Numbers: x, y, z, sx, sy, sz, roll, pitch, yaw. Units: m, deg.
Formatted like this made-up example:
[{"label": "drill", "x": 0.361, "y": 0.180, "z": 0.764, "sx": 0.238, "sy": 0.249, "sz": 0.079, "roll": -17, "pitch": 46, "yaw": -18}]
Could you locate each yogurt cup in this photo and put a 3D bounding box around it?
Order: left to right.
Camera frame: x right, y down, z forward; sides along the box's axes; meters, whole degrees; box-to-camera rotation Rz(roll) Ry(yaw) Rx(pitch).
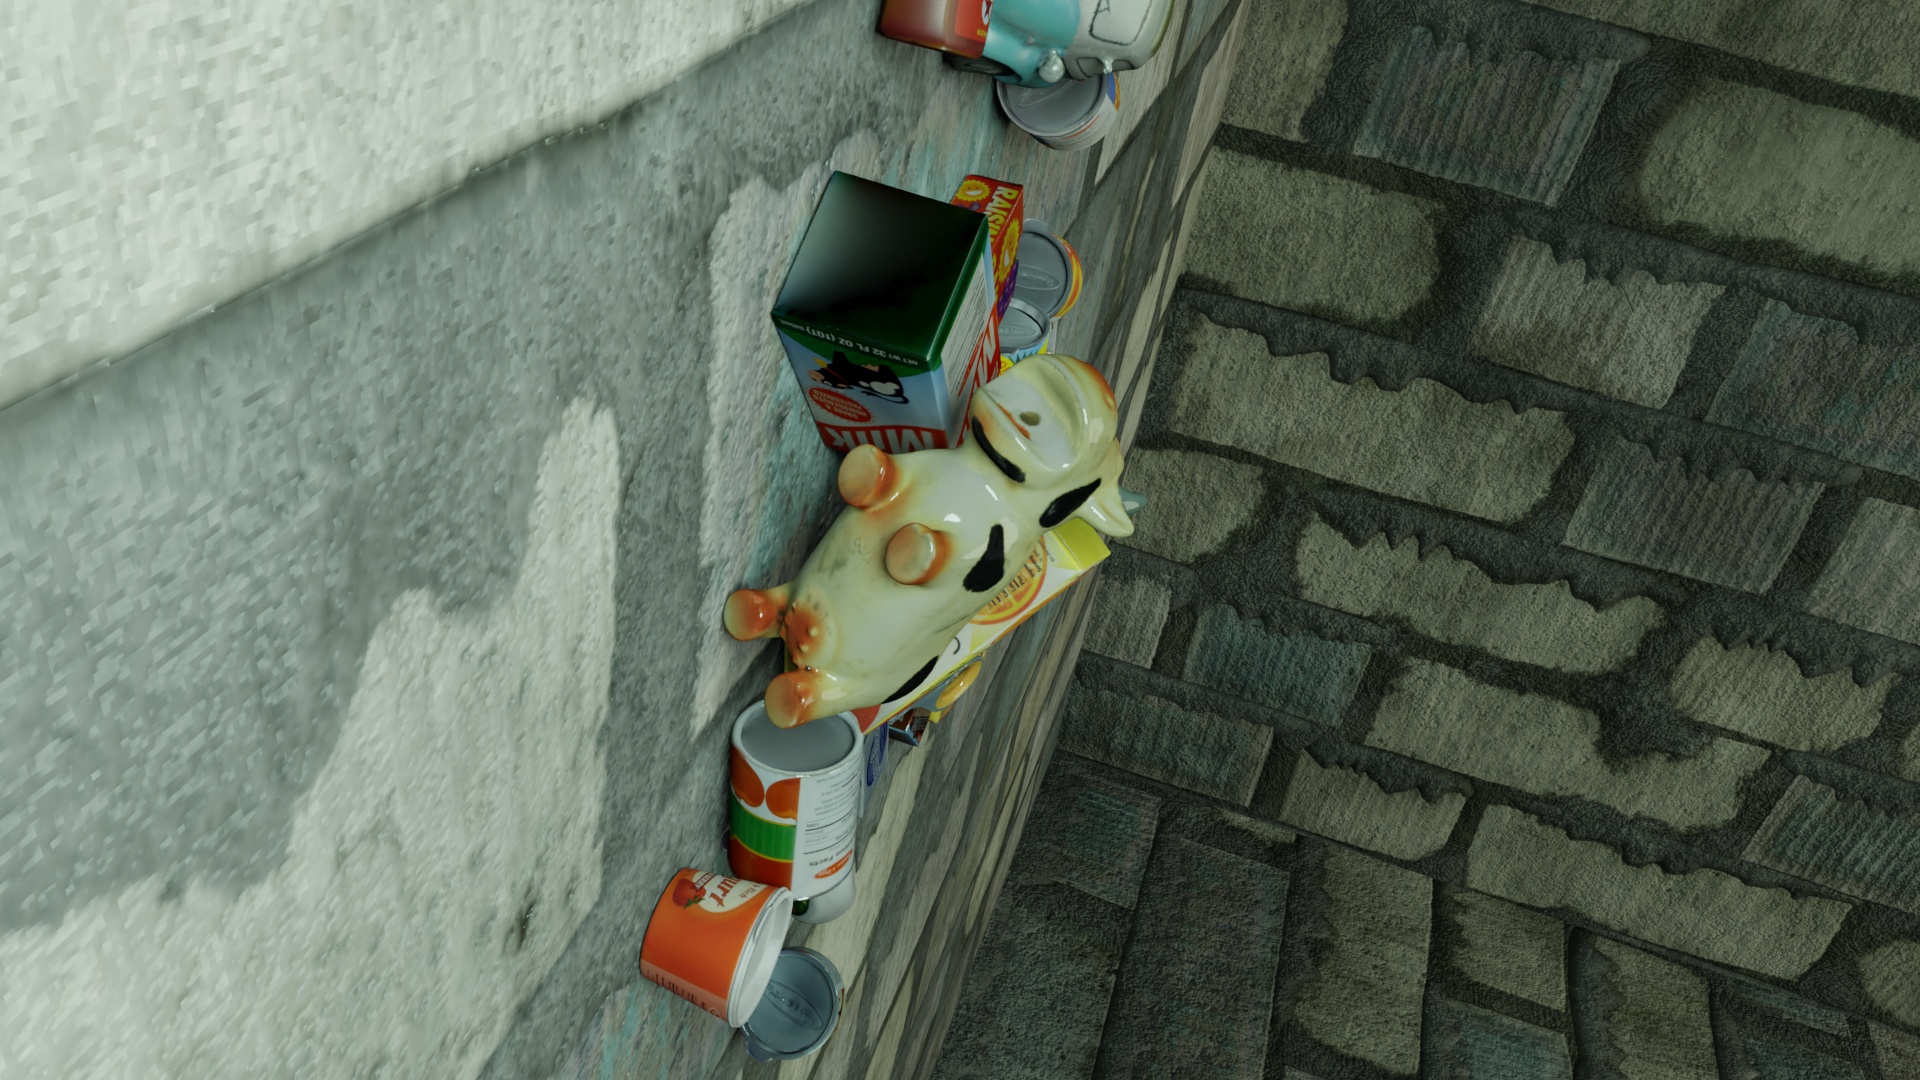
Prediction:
[{"label": "yogurt cup", "x": -0.119, "y": 0.193, "z": 0.672, "sx": 0.072, "sy": 0.054, "sz": 0.072, "roll": 15, "pitch": 92, "yaw": -81}]

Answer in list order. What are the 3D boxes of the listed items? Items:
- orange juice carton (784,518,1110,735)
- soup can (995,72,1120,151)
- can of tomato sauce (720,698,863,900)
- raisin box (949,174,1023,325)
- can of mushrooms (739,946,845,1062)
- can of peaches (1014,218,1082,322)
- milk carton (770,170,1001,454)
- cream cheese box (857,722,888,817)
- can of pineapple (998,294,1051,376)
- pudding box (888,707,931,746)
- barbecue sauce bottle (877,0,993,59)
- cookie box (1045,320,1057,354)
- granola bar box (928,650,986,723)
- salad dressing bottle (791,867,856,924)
[{"label": "orange juice carton", "x": -0.021, "y": 0.039, "z": 0.744, "sx": 0.192, "sy": 0.073, "sz": 0.072, "roll": -39, "pitch": 174, "yaw": 17}, {"label": "soup can", "x": 0.060, "y": -0.277, "z": 0.847, "sx": 0.084, "sy": 0.071, "sz": 0.071, "roll": -39, "pitch": 145, "yaw": -75}, {"label": "can of tomato sauce", "x": -0.086, "y": 0.129, "z": 0.707, "sx": 0.071, "sy": 0.071, "sz": 0.082, "roll": -59, "pitch": 159, "yaw": -57}, {"label": "raisin box", "x": 0.000, "y": -0.142, "z": 0.809, "sx": 0.085, "sy": 0.040, "sz": 0.124, "roll": 95, "pitch": 15, "yaw": -50}, {"label": "can of mushrooms", "x": -0.109, "y": 0.295, "z": 0.883, "sx": 0.033, "sy": 0.071, "sz": 0.071, "roll": 66, "pitch": 42, "yaw": -78}, {"label": "can of peaches", "x": 0.048, "y": -0.180, "z": 0.937, "sx": 0.058, "sy": 0.071, "sz": 0.071, "roll": -37, "pitch": 143, "yaw": -75}, {"label": "milk carton", "x": -0.027, "y": -0.084, "z": 0.657, "sx": 0.190, "sy": 0.072, "sz": 0.073, "roll": 76, "pitch": 33, "yaw": -71}, {"label": "cream cheese box", "x": -0.069, "y": 0.145, "z": 0.968, "sx": 0.103, "sy": 0.024, "sz": 0.054, "roll": 96, "pitch": 15, "yaw": -51}, {"label": "can of pineapple", "x": 0.021, "y": -0.118, "z": 0.892, "sx": 0.071, "sy": 0.071, "sz": 0.057, "roll": -63, "pitch": 166, "yaw": -47}, {"label": "pudding box", "x": -0.042, "y": 0.129, "z": 1.079, "sx": 0.083, "sy": 0.030, "sz": 0.050, "roll": 75, "pitch": 34, "yaw": -73}, {"label": "barbecue sauce bottle", "x": 0.003, "y": -0.278, "z": 0.571, "sx": 0.065, "sy": 0.044, "sz": 0.148, "roll": -44, "pitch": 149, "yaw": -69}, {"label": "cookie box", "x": 0.046, "y": -0.121, "z": 1.058, "sx": 0.166, "sy": 0.040, "sz": 0.123, "roll": 97, "pitch": 1, "yaw": -47}, {"label": "granola bar box", "x": -0.001, "y": 0.075, "z": 1.199, "sx": 0.166, "sy": 0.039, "sz": 0.124, "roll": -35, "pitch": 141, "yaw": -75}, {"label": "salad dressing bottle", "x": -0.088, "y": 0.164, "z": 0.805, "sx": 0.044, "sy": 0.064, "sz": 0.146, "roll": -19, "pitch": 135, "yaw": -19}]
